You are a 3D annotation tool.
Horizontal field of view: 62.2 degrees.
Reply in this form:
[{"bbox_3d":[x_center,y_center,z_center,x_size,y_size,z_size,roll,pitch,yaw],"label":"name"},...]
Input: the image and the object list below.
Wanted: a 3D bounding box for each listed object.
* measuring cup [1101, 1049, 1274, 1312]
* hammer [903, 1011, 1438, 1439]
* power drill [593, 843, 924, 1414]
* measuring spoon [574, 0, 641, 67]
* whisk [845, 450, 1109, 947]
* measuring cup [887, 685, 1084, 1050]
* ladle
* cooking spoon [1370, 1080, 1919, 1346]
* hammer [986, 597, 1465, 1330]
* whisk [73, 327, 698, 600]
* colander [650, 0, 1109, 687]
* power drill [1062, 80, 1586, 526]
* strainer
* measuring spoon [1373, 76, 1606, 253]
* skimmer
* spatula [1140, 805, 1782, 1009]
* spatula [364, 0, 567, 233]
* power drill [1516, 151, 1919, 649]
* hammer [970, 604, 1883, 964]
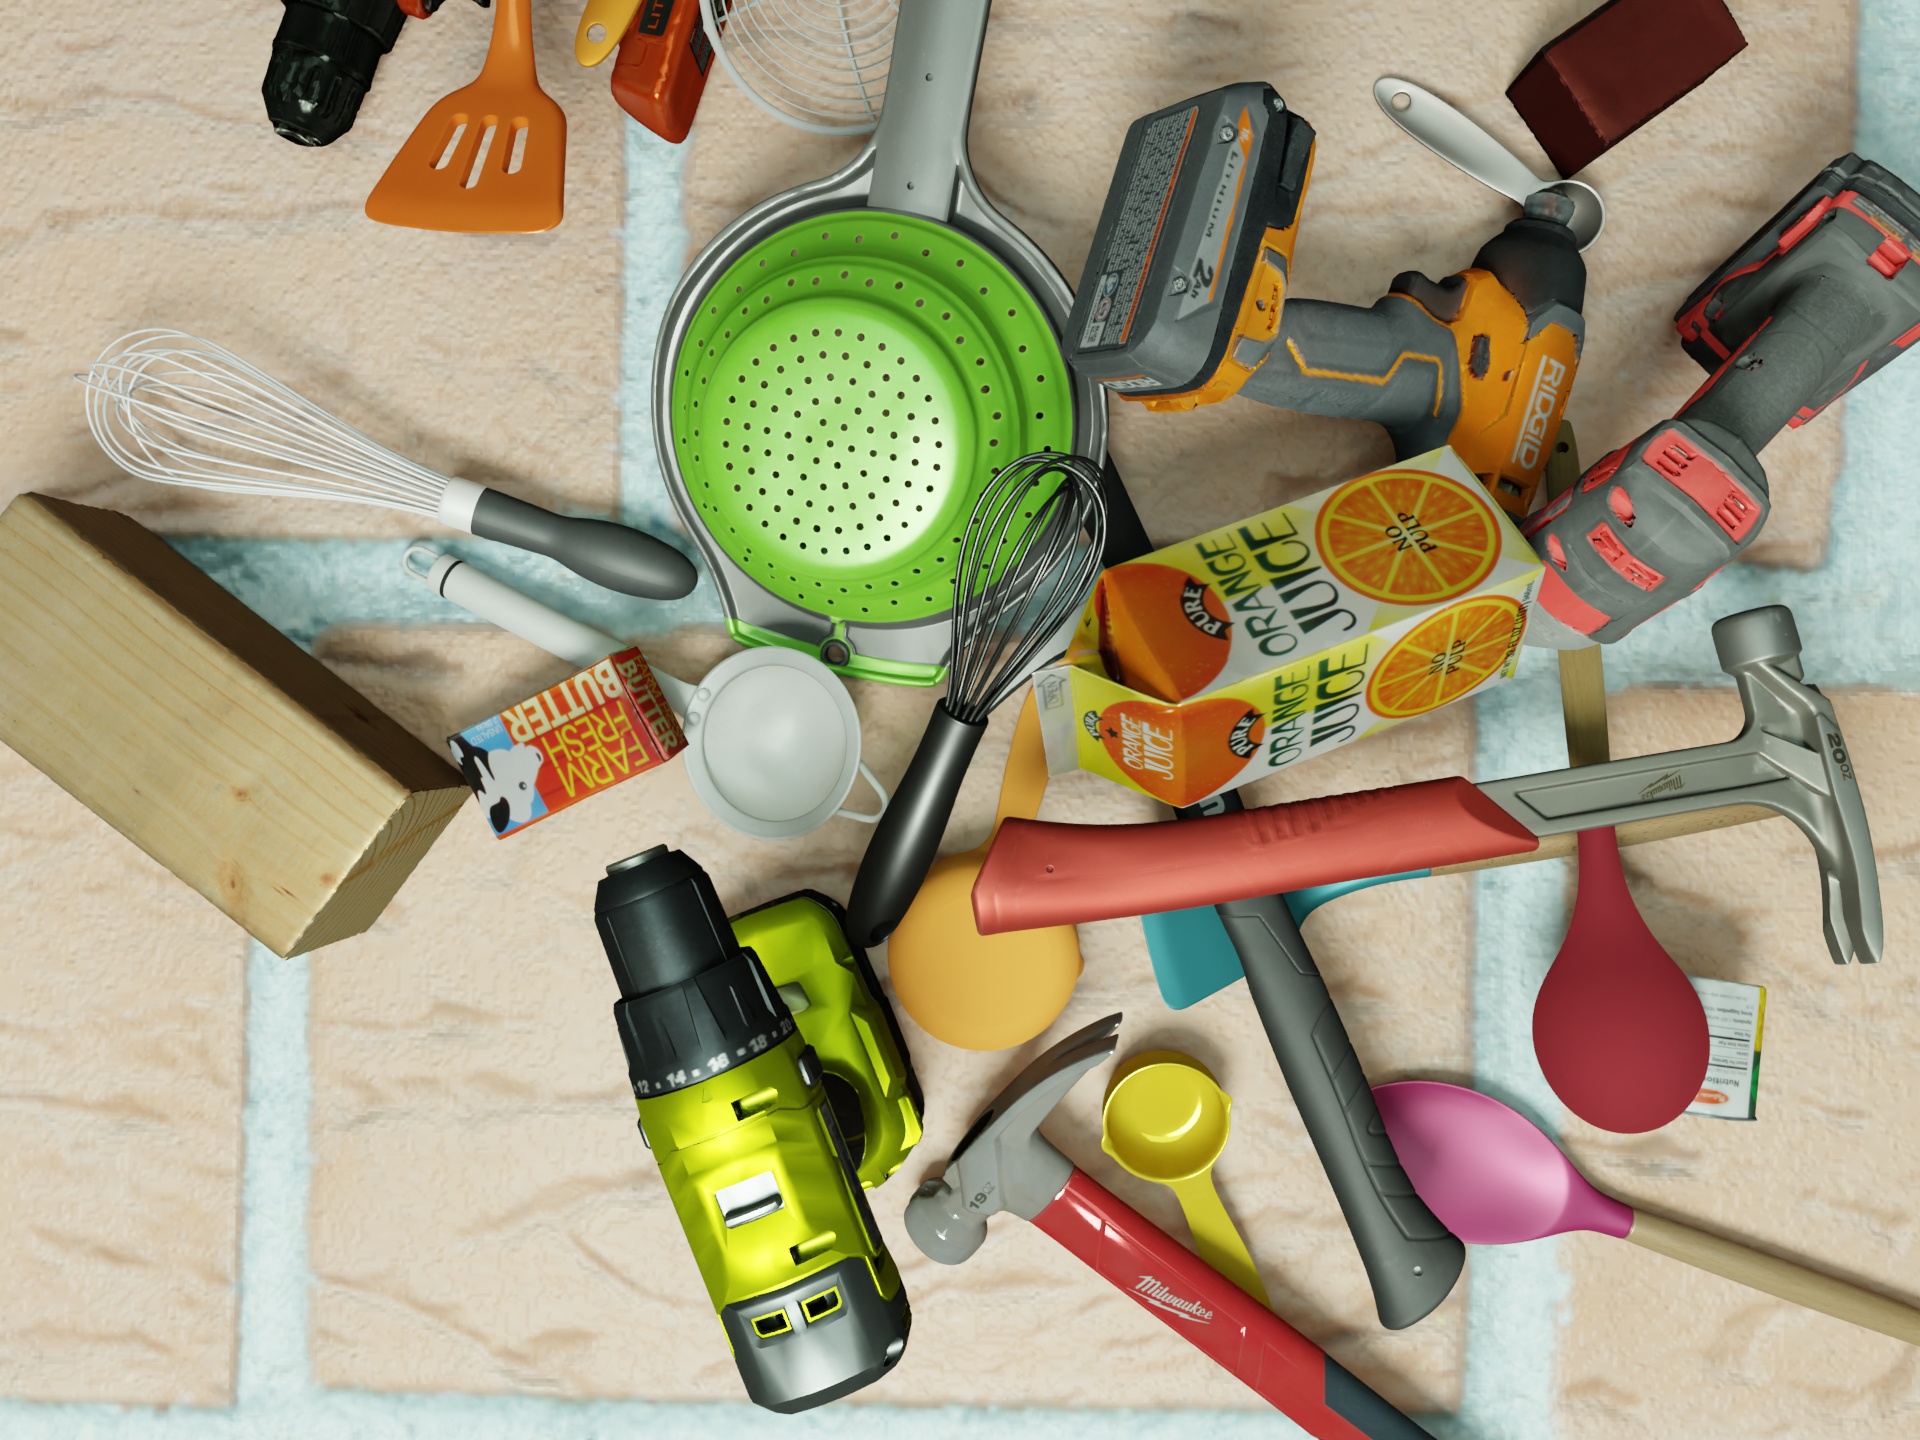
[{"bbox_3d":[0.111,0.221,0.729,0.062,0.029,0.156,-23,102,5],"label":"measuring cup"},{"bbox_3d":[0.167,0.287,0.699,0.386,0.038,0.143,37,114,-2],"label":"hammer"},{"bbox_3d":[-0.075,0.134,0.624,0.080,0.228,0.190,-22,90,1],"label":"power drill"},{"bbox_3d":[-0.136,-0.332,0.675,0.021,0.011,0.117,25,90,3],"label":"measuring spoon"},{"bbox_3d":[-0.001,-0.002,0.644,0.055,0.055,0.239,24,115,1],"label":"whisk"},{"bbox_3d":[0.021,0.063,0.710,0.095,0.052,0.173,14,92,1],"label":"measuring cup"},{"bbox_3d":[0.275,0.017,0.691,0.069,0.031,0.315,-5,76,19],"label":"ladle"},{"bbox_3d":[0.327,0.238,0.724,0.319,0.017,0.069,20,91,1],"label":"cooking spoon"},{"bbox_3d":[0.125,0.095,0.677,0.146,0.035,0.335,-22,86,-3],"label":"hammer"},{"bbox_3d":[-0.255,-0.108,0.717,0.284,0.070,0.070,19,90,-5],"label":"whisk"},{"bbox_3d":[-0.028,-0.196,0.634,0.204,0.094,0.397,13,108,5],"label":"colander"},{"bbox_3d":[0.168,-0.175,0.664,0.226,0.084,0.164,18,90,-27],"label":"power drill"},{"bbox_3d":[-0.142,-0.021,0.721,0.258,0.050,0.087,27,99,6],"label":"strainer"},{"bbox_3d":[0.240,-0.255,0.730,0.124,0.018,0.034,40,98,7],"label":"measuring spoon"},{"bbox_3d":[0.008,-0.201,0.692,0.127,0.090,0.363,-26,90,10],"label":"skimmer"},{"bbox_3d":[0.236,0.060,0.709,0.317,0.044,0.082,-11,85,3],"label":"spatula"},{"bbox_3d":[-0.185,-0.352,0.665,0.081,0.041,0.323,5,85,3],"label":"spatula"},{"bbox_3d":[0.303,-0.116,0.650,0.078,0.143,0.220,43,71,5],"label":"power drill"},{"bbox_3d":[0.183,0.053,0.644,0.359,0.036,0.149,-9,80,-3],"label":"hammer"}]
